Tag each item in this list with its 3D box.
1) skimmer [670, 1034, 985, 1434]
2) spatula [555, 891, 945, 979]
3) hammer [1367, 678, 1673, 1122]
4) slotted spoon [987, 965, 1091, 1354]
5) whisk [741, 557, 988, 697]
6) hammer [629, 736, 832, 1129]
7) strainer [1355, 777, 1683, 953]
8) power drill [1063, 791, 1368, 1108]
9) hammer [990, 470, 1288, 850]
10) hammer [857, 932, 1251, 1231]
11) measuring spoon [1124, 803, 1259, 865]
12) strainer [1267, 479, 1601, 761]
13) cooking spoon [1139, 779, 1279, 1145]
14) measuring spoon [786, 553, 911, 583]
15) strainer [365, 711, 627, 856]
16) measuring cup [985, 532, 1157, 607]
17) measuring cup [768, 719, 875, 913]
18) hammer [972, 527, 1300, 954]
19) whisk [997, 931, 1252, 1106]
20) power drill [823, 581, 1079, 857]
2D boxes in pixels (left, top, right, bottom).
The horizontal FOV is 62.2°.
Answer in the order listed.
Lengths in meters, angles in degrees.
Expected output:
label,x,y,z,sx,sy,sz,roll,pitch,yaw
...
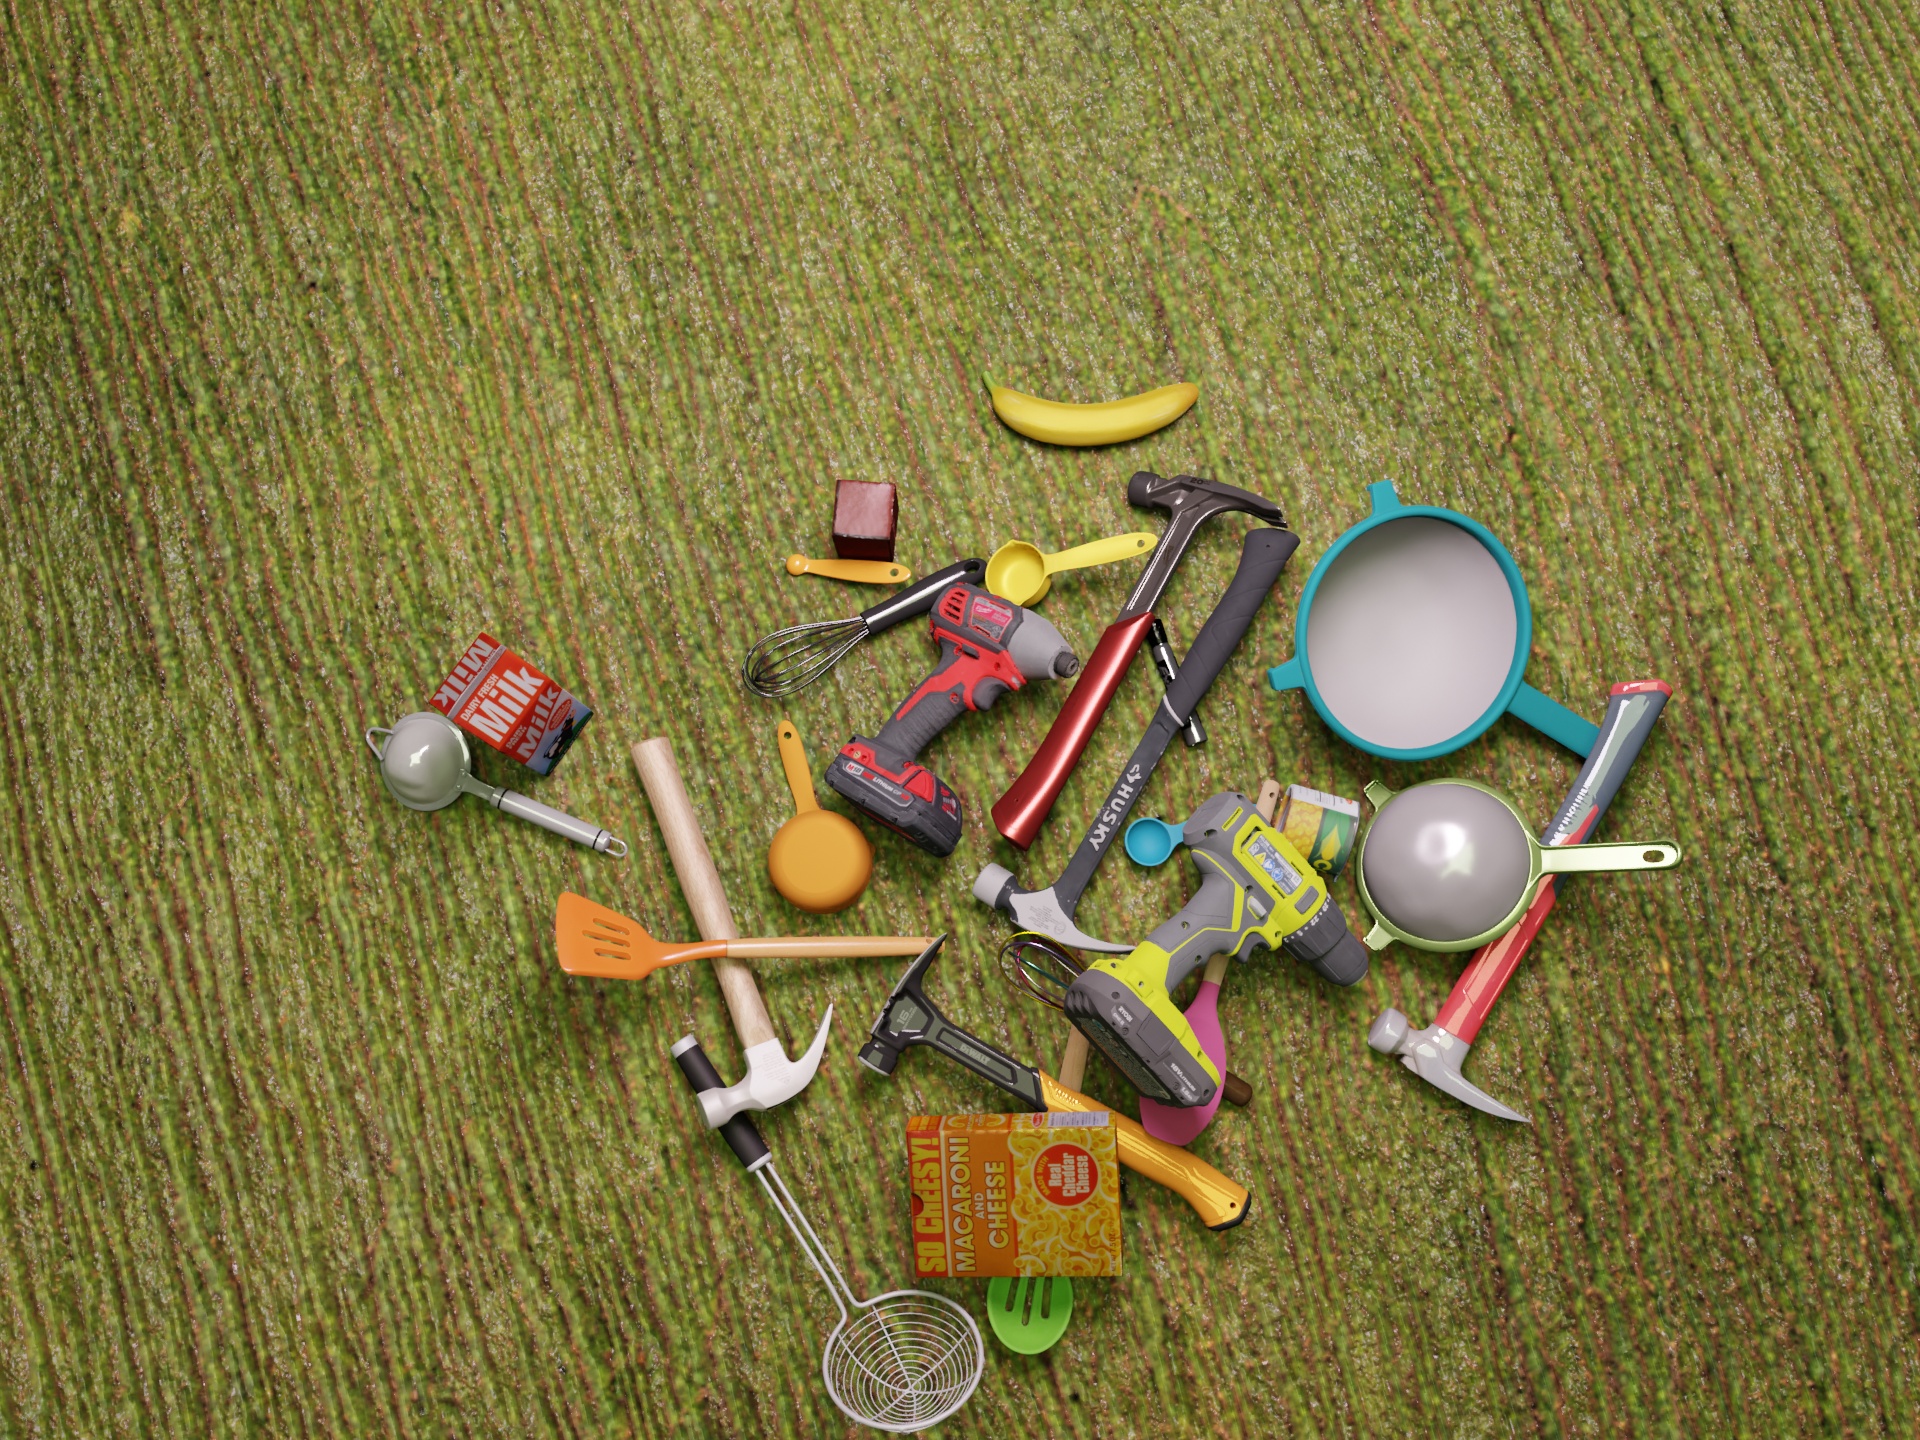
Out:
label,x,y,z,sx,sy,sz,roll,pitch,yaw
skimmer,-0.121,0.402,1.284,0.127,0.090,0.363,-29,77,-32
spatula,-0.168,0.182,1.308,0.322,0.041,0.081,1,44,-16
hammer,0.499,0.141,1.327,0.143,0.038,0.386,31,88,5
slotted spoon,0.081,0.360,1.320,0.070,0.031,0.314,12,78,3
whisk,-0.083,-0.087,1.396,0.239,0.055,0.055,-27,81,-8
hammer,-0.207,0.166,1.345,0.130,0.031,0.331,-17,75,-21
strainer,0.440,0.106,1.281,0.256,0.069,0.152,-5,67,27
power drill,0.211,0.197,1.273,0.190,0.080,0.228,48,70,-8
hammer,0.135,-0.049,1.346,0.149,0.036,0.359,21,76,35
hammer,0.089,0.308,1.302,0.337,0.034,0.127,30,79,5
measuring spoon,0.201,0.095,1.373,0.128,0.021,0.042,-14,77,-11
strainer,0.420,-0.046,1.365,0.340,0.095,0.211,28,90,-15
cooking spoon,0.217,0.195,1.325,0.068,0.017,0.319,23,72,-7
measuring spoon,-0.100,-0.135,1.407,0.117,0.011,0.021,7,72,15
strainer,-0.406,0.063,1.376,0.258,0.050,0.087,23,97,2
measuring cup,0.098,-0.136,1.383,0.156,0.029,0.062,-12,72,19
measuring cup,-0.131,0.080,1.359,0.095,0.052,0.174,-16,82,-2
hammer,0.175,0.011,1.351,0.149,0.036,0.409,30,84,19
whisk,0.139,0.248,1.318,0.245,0.051,0.047,32,70,-4
power drill,-0.002,-0.004,1.341,0.143,0.078,0.220,27,79,33
